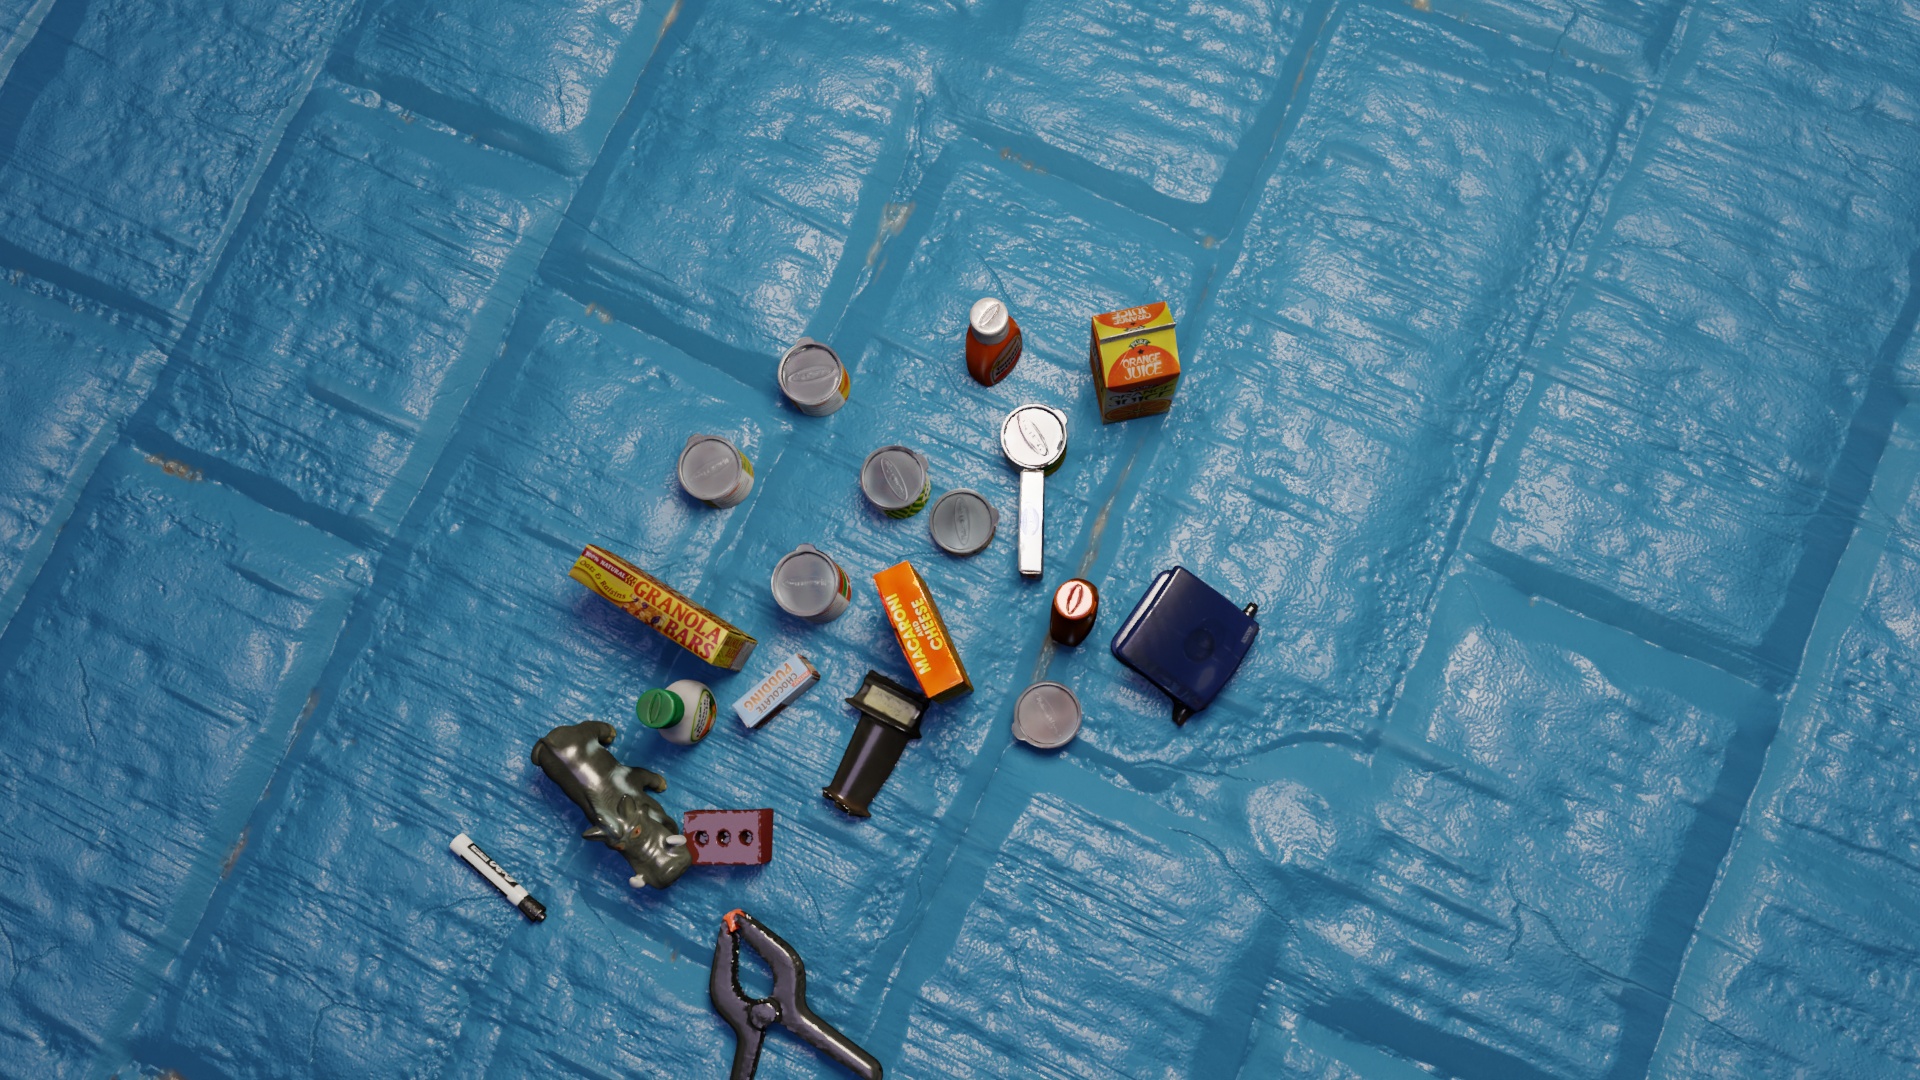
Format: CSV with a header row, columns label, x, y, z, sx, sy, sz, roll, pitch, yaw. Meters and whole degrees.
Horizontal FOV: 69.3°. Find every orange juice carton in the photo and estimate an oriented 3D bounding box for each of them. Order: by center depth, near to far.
label,x,y,z,sx,sy,sz,roll,pitch,yaw
orange juice carton,0.166,-0.173,1.334,0.072,0.192,0.073,-11,81,3

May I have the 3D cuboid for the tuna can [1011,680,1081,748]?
label,x,y,z,sx,sy,sz,roll,pitch,yaw
tuna can,0.084,0.173,1.364,0.071,0.033,0.071,-1,81,4

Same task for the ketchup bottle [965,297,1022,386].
label,x,y,z,sx,sy,sz,roll,pitch,yaw
ketchup bottle,0.031,-0.199,1.370,0.043,0.148,0.065,38,86,9

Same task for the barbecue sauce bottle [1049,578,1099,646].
label,x,y,z,sx,sy,sz,roll,pitch,yaw
barbecue sauce bottle,0.108,0.065,1.321,0.044,0.148,0.065,21,83,7

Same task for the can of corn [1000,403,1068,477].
label,x,y,z,sx,sy,sz,roll,pitch,yaw
can of corn,0.076,-0.100,1.397,0.071,0.058,0.071,-1,81,4

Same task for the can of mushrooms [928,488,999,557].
label,x,y,z,sx,sy,sz,roll,pitch,yaw
can of mushrooms,0.005,-0.018,1.400,0.071,0.033,0.071,-1,81,4

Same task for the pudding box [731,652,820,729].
label,x,y,z,sx,sy,sz,roll,pitch,yaw
pudding box,-0.182,0.150,1.378,0.084,0.049,0.030,-40,80,-3

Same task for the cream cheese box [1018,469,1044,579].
label,x,y,z,sx,sy,sz,roll,pitch,yaw
cream cheese box,0.071,-0.015,1.385,0.024,0.053,0.104,1,81,4

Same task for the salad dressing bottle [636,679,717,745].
label,x,y,z,sx,sy,sz,roll,pitch,yaw
salad dressing bottle,-0.273,0.164,1.332,0.044,0.147,0.064,12,82,6

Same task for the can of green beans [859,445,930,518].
label,x,y,z,sx,sy,sz,roll,pitch,yaw
can of green beans,-0.065,-0.058,1.400,0.071,0.057,0.071,-1,81,4

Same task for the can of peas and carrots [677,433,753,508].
label,x,y,z,sx,sy,sz,roll,pitch,yaw
can of peas and carrots,-0.250,-0.071,1.415,0.071,0.058,0.071,-1,81,4

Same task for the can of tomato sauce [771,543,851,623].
label,x,y,z,sx,sy,sz,roll,pitch,yaw
can of tomato sauce,-0.147,0.044,1.376,0.071,0.083,0.071,-1,81,4

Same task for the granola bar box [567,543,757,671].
label,x,y,z,sx,sy,sz,roll,pitch,yaw
granola bar box,-0.288,0.067,1.362,0.166,0.124,0.039,31,85,8

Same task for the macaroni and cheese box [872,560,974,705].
label,x,y,z,sx,sy,sz,roll,pitch,yaw
macaroni and cheese box,-0.033,0.092,1.318,0.040,0.166,0.124,-25,80,0

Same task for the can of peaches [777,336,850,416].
label,x,y,z,sx,sy,sz,roll,pitch,yaw
can of peaches,-0.149,-0.167,1.424,0.071,0.058,0.071,-1,81,4
